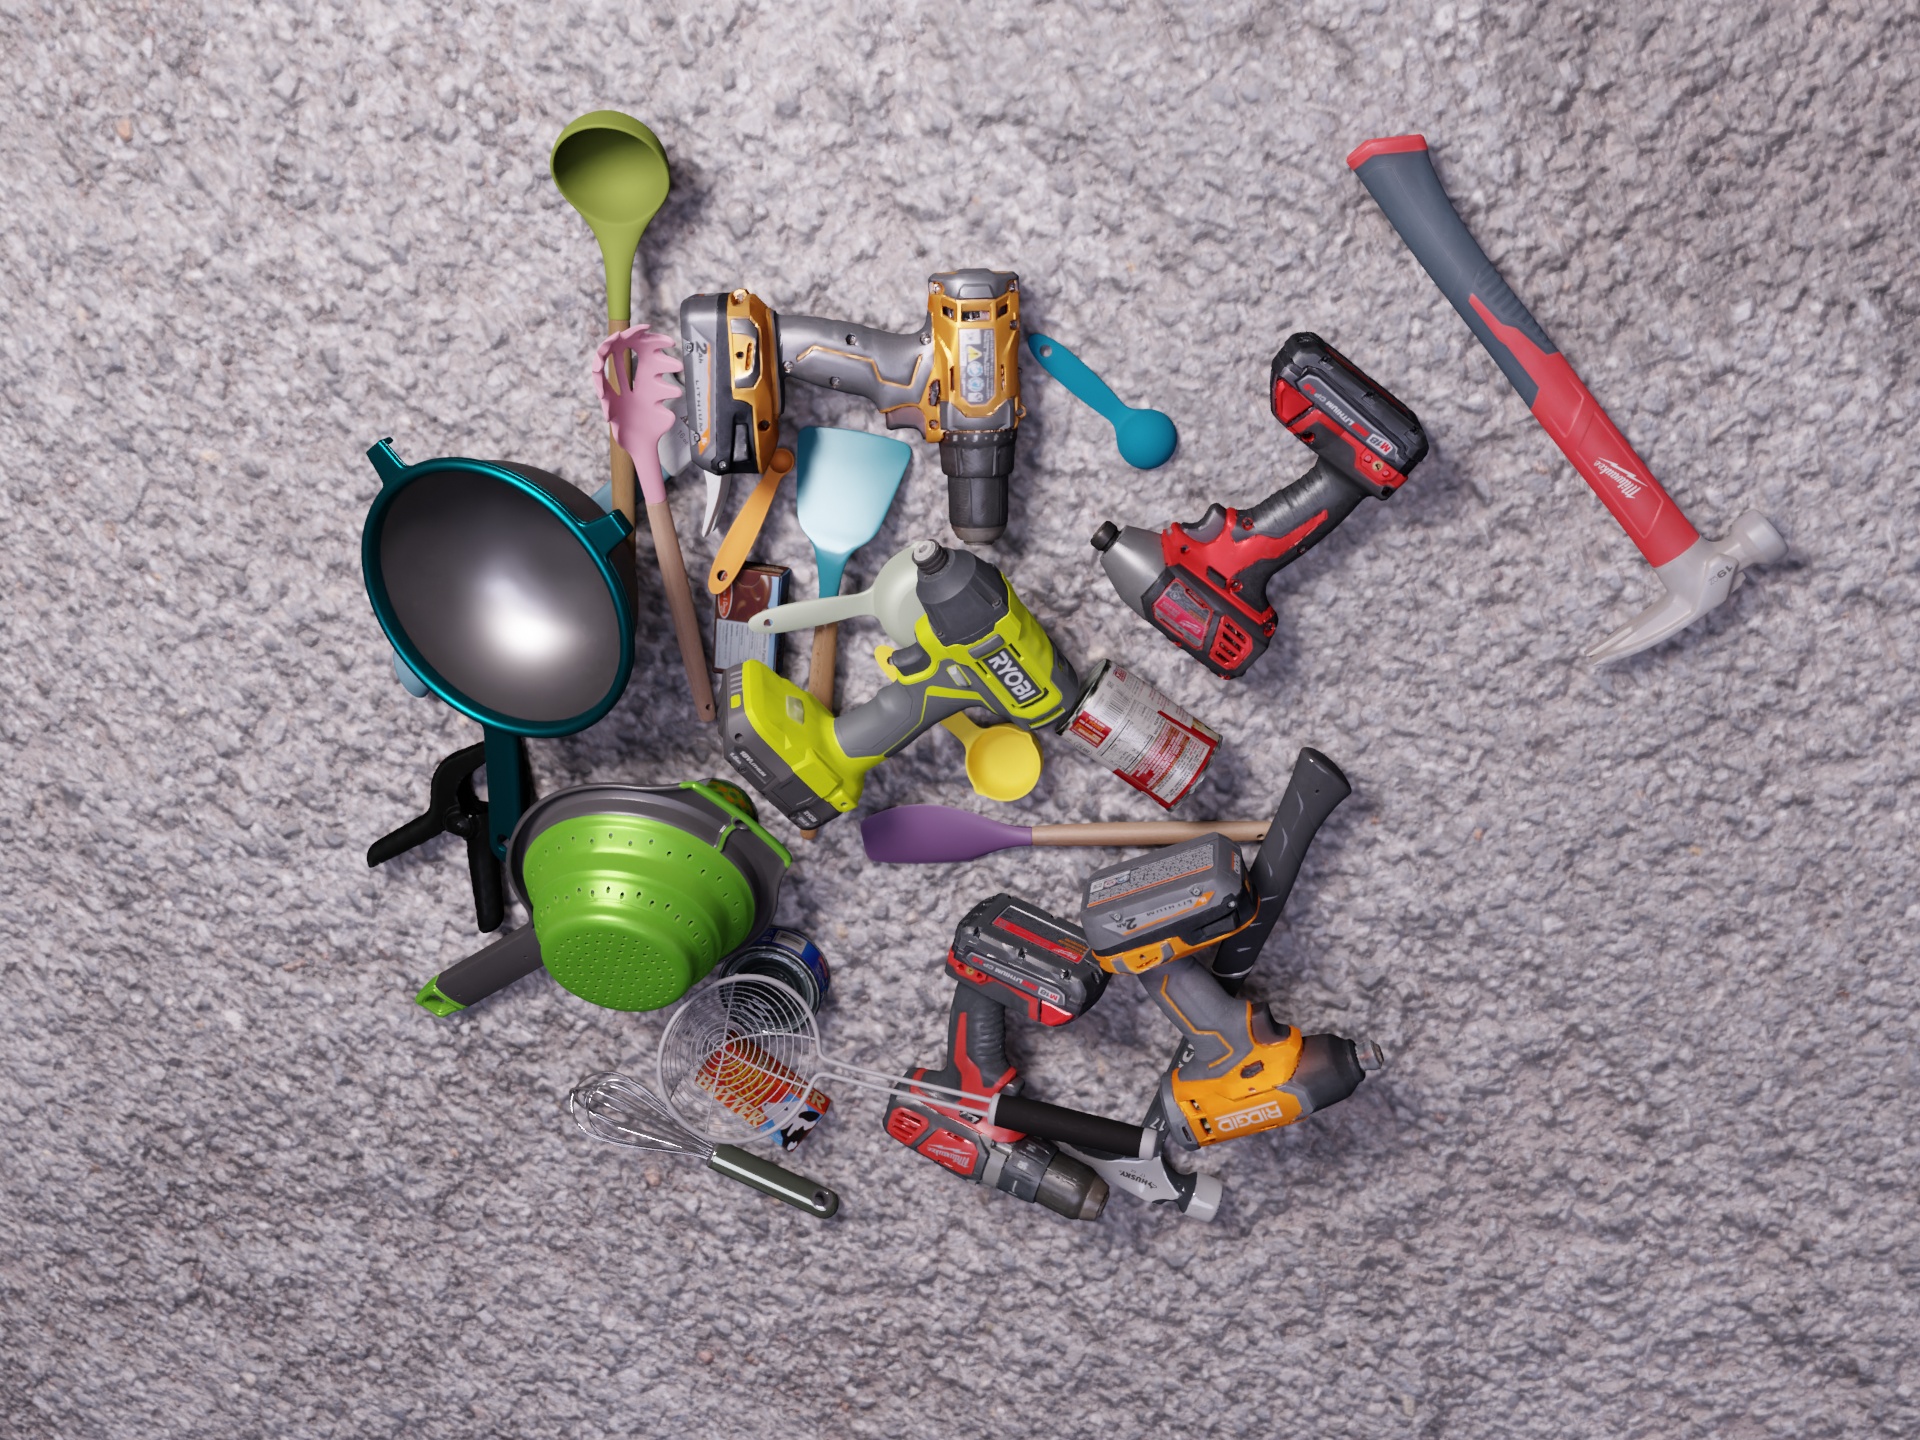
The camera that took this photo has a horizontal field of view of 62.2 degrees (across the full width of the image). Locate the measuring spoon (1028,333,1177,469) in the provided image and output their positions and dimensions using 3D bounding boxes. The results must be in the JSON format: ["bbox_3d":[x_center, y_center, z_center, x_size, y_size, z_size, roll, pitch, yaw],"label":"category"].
[{"bbox_3d":[0.095,-0.220,1.092,0.128,0.021,0.042,40,110,-7],"label":"measuring spoon"}]

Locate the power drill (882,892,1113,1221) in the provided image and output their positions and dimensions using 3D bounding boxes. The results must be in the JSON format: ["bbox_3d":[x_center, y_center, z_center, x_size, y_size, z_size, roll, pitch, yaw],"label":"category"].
[{"bbox_3d":[0.050,0.268,1.223,0.188,0.080,0.226,24,113,16],"label":"power drill"}]

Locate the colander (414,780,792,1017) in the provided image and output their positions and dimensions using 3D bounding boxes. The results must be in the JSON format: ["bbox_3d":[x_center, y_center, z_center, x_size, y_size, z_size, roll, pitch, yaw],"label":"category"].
[{"bbox_3d":[-0.303,0.181,1.210,0.397,0.095,0.204,-29,123,31],"label":"colander"}]

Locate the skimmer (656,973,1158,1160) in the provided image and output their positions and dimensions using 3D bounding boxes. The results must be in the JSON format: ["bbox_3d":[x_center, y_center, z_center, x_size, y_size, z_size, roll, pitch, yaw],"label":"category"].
[{"bbox_3d":[-0.039,0.276,1.164,0.363,0.090,0.127,10,86,13],"label":"skimmer"}]

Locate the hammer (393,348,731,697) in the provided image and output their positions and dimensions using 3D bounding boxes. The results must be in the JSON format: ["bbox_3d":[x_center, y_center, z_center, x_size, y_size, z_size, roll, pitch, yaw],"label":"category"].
[{"bbox_3d":[-0.303,-0.126,1.180,0.331,0.033,0.128,-36,99,18],"label":"hammer"}]

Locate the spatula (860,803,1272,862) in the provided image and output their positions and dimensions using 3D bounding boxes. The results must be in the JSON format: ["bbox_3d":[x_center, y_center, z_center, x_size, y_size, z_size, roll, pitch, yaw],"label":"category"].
[{"bbox_3d":[0.080,0.085,1.202,0.316,0.018,0.059,-1,127,8],"label":"spatula"}]

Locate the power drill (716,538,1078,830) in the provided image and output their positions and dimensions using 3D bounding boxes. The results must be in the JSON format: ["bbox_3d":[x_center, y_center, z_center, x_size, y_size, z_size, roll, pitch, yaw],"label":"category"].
[{"bbox_3d":[-0.052,-0.026,1.105,0.223,0.080,0.171,-28,132,16],"label":"power drill"}]

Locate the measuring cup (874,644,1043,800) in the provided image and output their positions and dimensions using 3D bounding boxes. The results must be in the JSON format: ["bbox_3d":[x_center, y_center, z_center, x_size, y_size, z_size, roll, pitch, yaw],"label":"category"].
[{"bbox_3d":[-0.002,-0.004,1.187,0.156,0.029,0.062,43,109,5],"label":"measuring cup"}]

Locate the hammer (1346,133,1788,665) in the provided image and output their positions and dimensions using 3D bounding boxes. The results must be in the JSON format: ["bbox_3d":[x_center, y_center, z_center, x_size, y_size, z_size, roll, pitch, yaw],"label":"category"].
[{"bbox_3d":[0.370,-0.215,1.046,0.143,0.038,0.386,-38,100,20],"label":"hammer"}]

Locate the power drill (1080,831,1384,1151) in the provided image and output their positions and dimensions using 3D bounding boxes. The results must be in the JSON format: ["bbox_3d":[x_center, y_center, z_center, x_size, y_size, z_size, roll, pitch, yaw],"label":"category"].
[{"bbox_3d":[0.196,0.198,1.147,0.164,0.084,0.226,-20,109,18],"label":"power drill"}]

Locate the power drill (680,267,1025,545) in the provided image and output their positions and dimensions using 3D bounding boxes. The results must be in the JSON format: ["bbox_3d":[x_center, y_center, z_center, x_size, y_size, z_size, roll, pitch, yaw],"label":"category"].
[{"bbox_3d":[-0.068,-0.209,1.082,0.226,0.084,0.185,-2,108,-2],"label":"power drill"}]

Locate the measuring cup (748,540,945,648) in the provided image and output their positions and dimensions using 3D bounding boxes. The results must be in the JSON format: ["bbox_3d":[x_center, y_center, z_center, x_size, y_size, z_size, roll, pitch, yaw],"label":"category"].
[{"bbox_3d":[-0.066,-0.076,1.130,0.167,0.038,0.083,-11,120,-9],"label":"measuring cup"}]

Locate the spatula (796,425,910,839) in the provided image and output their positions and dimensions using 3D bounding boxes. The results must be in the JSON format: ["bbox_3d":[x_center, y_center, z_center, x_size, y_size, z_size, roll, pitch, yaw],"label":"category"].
[{"bbox_3d":[-0.097,-0.055,1.180,0.082,0.044,0.317,10,115,4],"label":"spatula"}]

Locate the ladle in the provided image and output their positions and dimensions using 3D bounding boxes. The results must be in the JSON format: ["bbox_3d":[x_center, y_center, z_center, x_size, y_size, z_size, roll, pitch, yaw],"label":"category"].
[{"bbox_3d":[-0.234,-0.245,1.084,0.078,0.062,0.320,2,109,-1],"label":"ladle"}]

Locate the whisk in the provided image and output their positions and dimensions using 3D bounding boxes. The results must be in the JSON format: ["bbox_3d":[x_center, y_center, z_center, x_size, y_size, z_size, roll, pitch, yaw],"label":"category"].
[{"bbox_3d":[-0.215,0.360,1.333,0.246,0.058,0.059,26,145,-4],"label":"whisk"}]

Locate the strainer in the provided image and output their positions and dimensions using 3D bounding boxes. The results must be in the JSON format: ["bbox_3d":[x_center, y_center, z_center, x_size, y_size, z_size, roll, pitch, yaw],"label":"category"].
[{"bbox_3d":[-0.311,-0.048,1.150,0.211,0.095,0.340,18,127,12],"label":"strainer"}]

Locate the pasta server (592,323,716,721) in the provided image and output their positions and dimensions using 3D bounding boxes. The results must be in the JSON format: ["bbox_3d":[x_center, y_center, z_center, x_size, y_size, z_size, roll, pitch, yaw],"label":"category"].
[{"bbox_3d":[-0.205,-0.129,1.120,0.060,0.040,0.316,-26,128,-26],"label":"pasta server"}]

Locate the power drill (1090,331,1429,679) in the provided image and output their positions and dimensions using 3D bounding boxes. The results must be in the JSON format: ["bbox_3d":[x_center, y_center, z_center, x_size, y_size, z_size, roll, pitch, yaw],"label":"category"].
[{"bbox_3d":[0.197,-0.146,1.078,0.143,0.078,0.219,37,113,-5],"label":"power drill"}]

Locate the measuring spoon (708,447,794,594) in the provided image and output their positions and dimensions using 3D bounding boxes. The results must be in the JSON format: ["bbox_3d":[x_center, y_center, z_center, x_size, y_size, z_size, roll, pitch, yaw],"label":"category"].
[{"bbox_3d":[-0.151,-0.143,1.147,0.021,0.011,0.117,29,94,10],"label":"measuring spoon"}]

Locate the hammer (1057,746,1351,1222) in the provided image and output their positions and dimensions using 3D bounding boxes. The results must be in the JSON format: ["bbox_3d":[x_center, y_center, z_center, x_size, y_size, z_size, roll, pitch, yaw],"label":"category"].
[{"bbox_3d":[0.194,0.201,1.209,0.149,0.036,0.408,20,113,3],"label":"hammer"}]
